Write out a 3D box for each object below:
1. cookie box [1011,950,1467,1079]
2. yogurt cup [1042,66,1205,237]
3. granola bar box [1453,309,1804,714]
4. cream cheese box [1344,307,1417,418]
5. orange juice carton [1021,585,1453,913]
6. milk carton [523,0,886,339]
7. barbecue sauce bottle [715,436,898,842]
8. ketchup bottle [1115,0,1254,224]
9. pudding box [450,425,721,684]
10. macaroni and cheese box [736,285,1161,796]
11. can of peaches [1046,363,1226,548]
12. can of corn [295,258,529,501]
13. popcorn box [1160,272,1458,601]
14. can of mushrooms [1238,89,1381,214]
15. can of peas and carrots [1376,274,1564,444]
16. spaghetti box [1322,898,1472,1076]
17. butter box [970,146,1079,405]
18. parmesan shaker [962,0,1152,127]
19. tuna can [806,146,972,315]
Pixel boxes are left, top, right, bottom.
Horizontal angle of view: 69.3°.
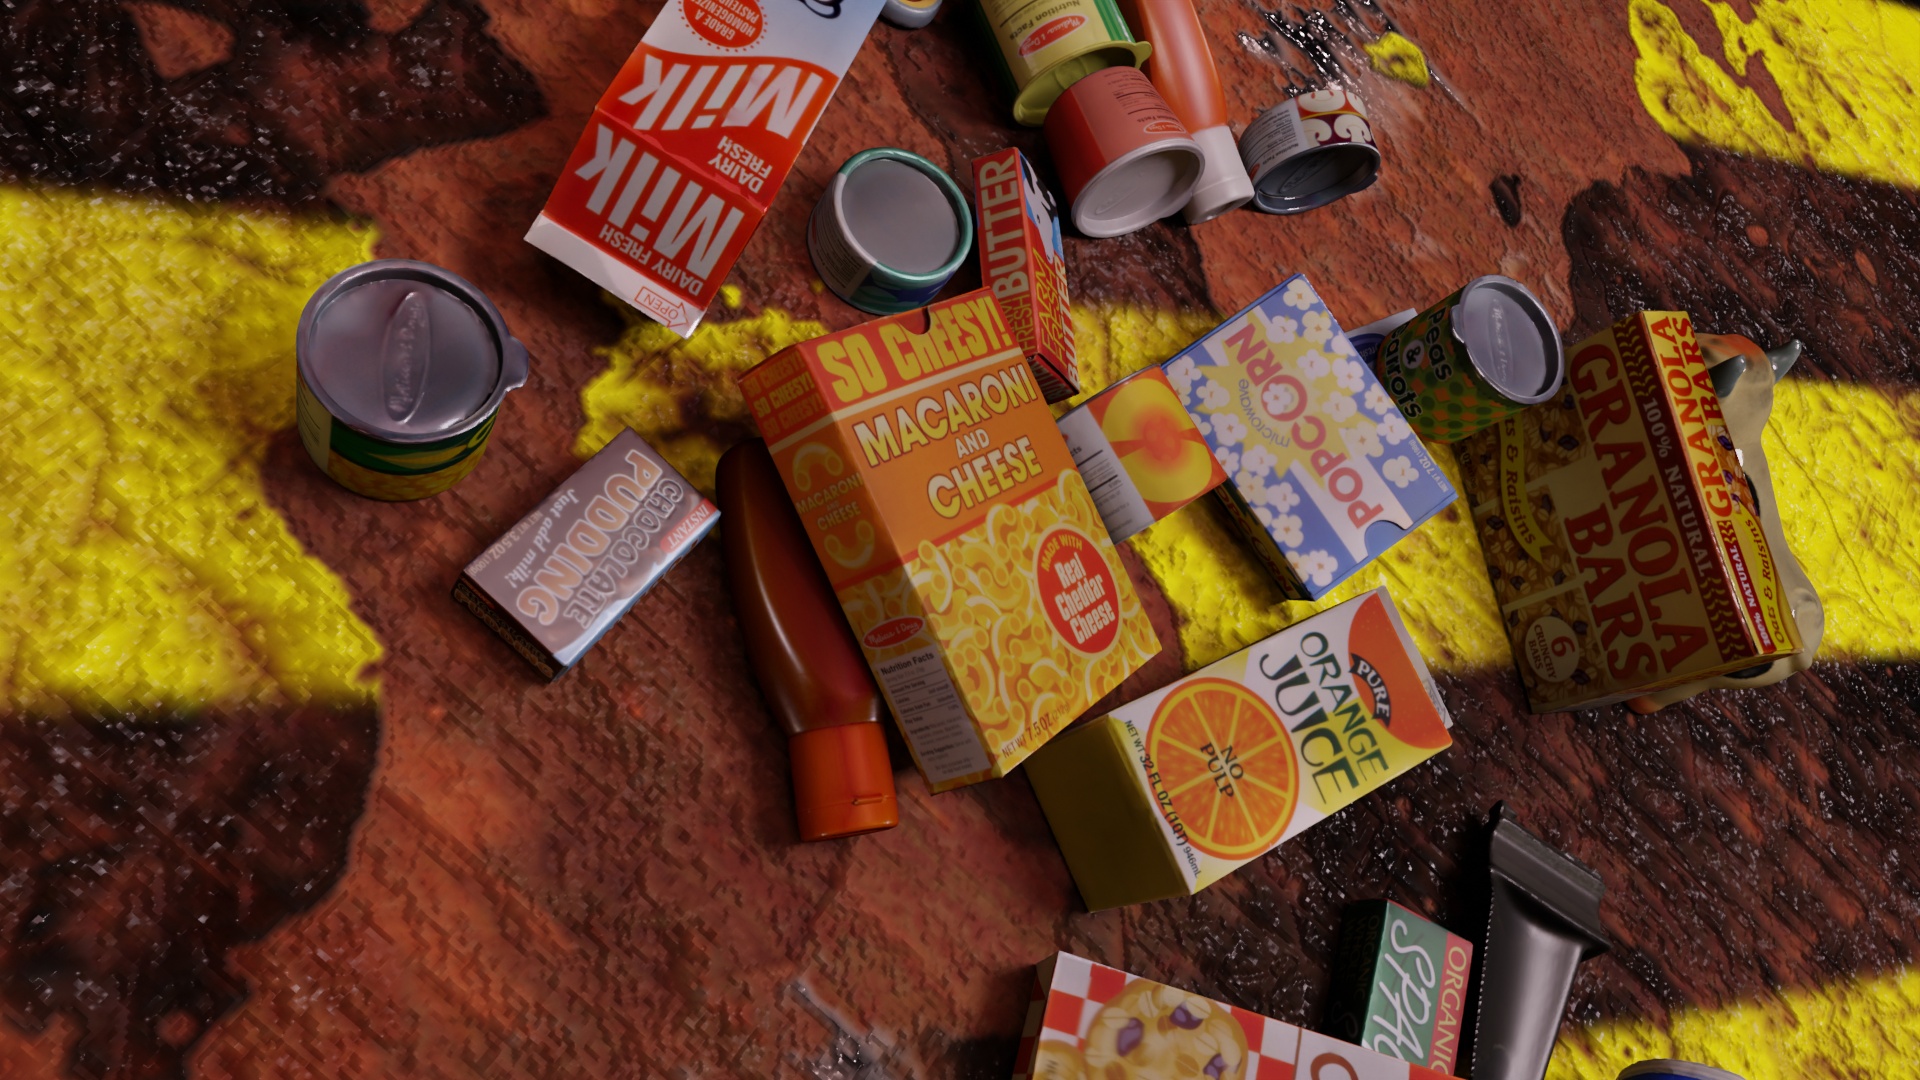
[{"bbox_3d":[0.096,0.235,0.499,0.167,0.040,0.123,18,63,-3],"label":"cookie box"},{"bbox_3d":[0.074,-0.184,0.654,0.072,0.072,0.054,-13,70,-29],"label":"yogurt cup"},{"bbox_3d":[0.311,-0.010,0.668,0.039,0.123,0.166,-2,72,-28],"label":"granola bar box"},{"bbox_3d":[0.199,-0.078,0.697,0.104,0.024,0.053,-22,83,-31],"label":"cream cheese box"},{"bbox_3d":[0.129,0.078,0.575,0.193,0.072,0.072,-20,81,-31],"label":"orange juice carton"},{"bbox_3d":[-0.098,-0.170,0.557,0.072,0.073,0.191,31,61,-13],"label":"milk carton"},{"bbox_3d":[-0.052,0.036,0.520,0.065,0.043,0.149,-1,72,-32],"label":"barbecue sauce bottle"},{"bbox_3d":[0.101,-0.232,0.689,0.043,0.064,0.148,-21,90,-10],"label":"ketchup bottle"},{"bbox_3d":[-0.133,0.005,0.499,0.049,0.030,0.084,45,59,-6],"label":"pudding box"},{"bbox_3d":[0.002,-0.007,0.530,0.124,0.040,0.166,-28,94,-51],"label":"macaroni and cheese box"},{"bbox_3d":[0.073,-0.035,0.594,0.071,0.071,0.058,-28,86,-31],"label":"can of peaches"},{"bbox_3d":[-0.189,-0.053,0.477,0.071,0.058,0.071,9,67,-23],"label":"can of corn"},{"bbox_3d":[0.153,-0.047,0.637,0.085,0.038,0.126,-35,88,-8],"label":"popcorn box"},{"bbox_3d":[0.179,-0.197,0.708,0.071,0.070,0.033,-4,72,-27],"label":"can of mushrooms"},{"bbox_3d":[0.244,-0.087,0.673,0.071,0.058,0.071,9,69,-23],"label":"can of peas and carrots"},{"bbox_3d":[0.155,0.266,0.543,0.050,0.028,0.251,28,61,-13],"label":"spaghetti box"},{"bbox_3d":[0.029,-0.115,0.612,0.053,0.024,0.104,33,49,-62],"label":"butter box"},{"bbox_3d":[0.038,-0.261,0.661,0.071,0.071,0.103,-17,79,-30],"label":"parmesan shaker"},{"bbox_3d":[-0.028,-0.134,0.602,0.071,0.032,0.071,9,68,-23],"label":"tuna can"}]
